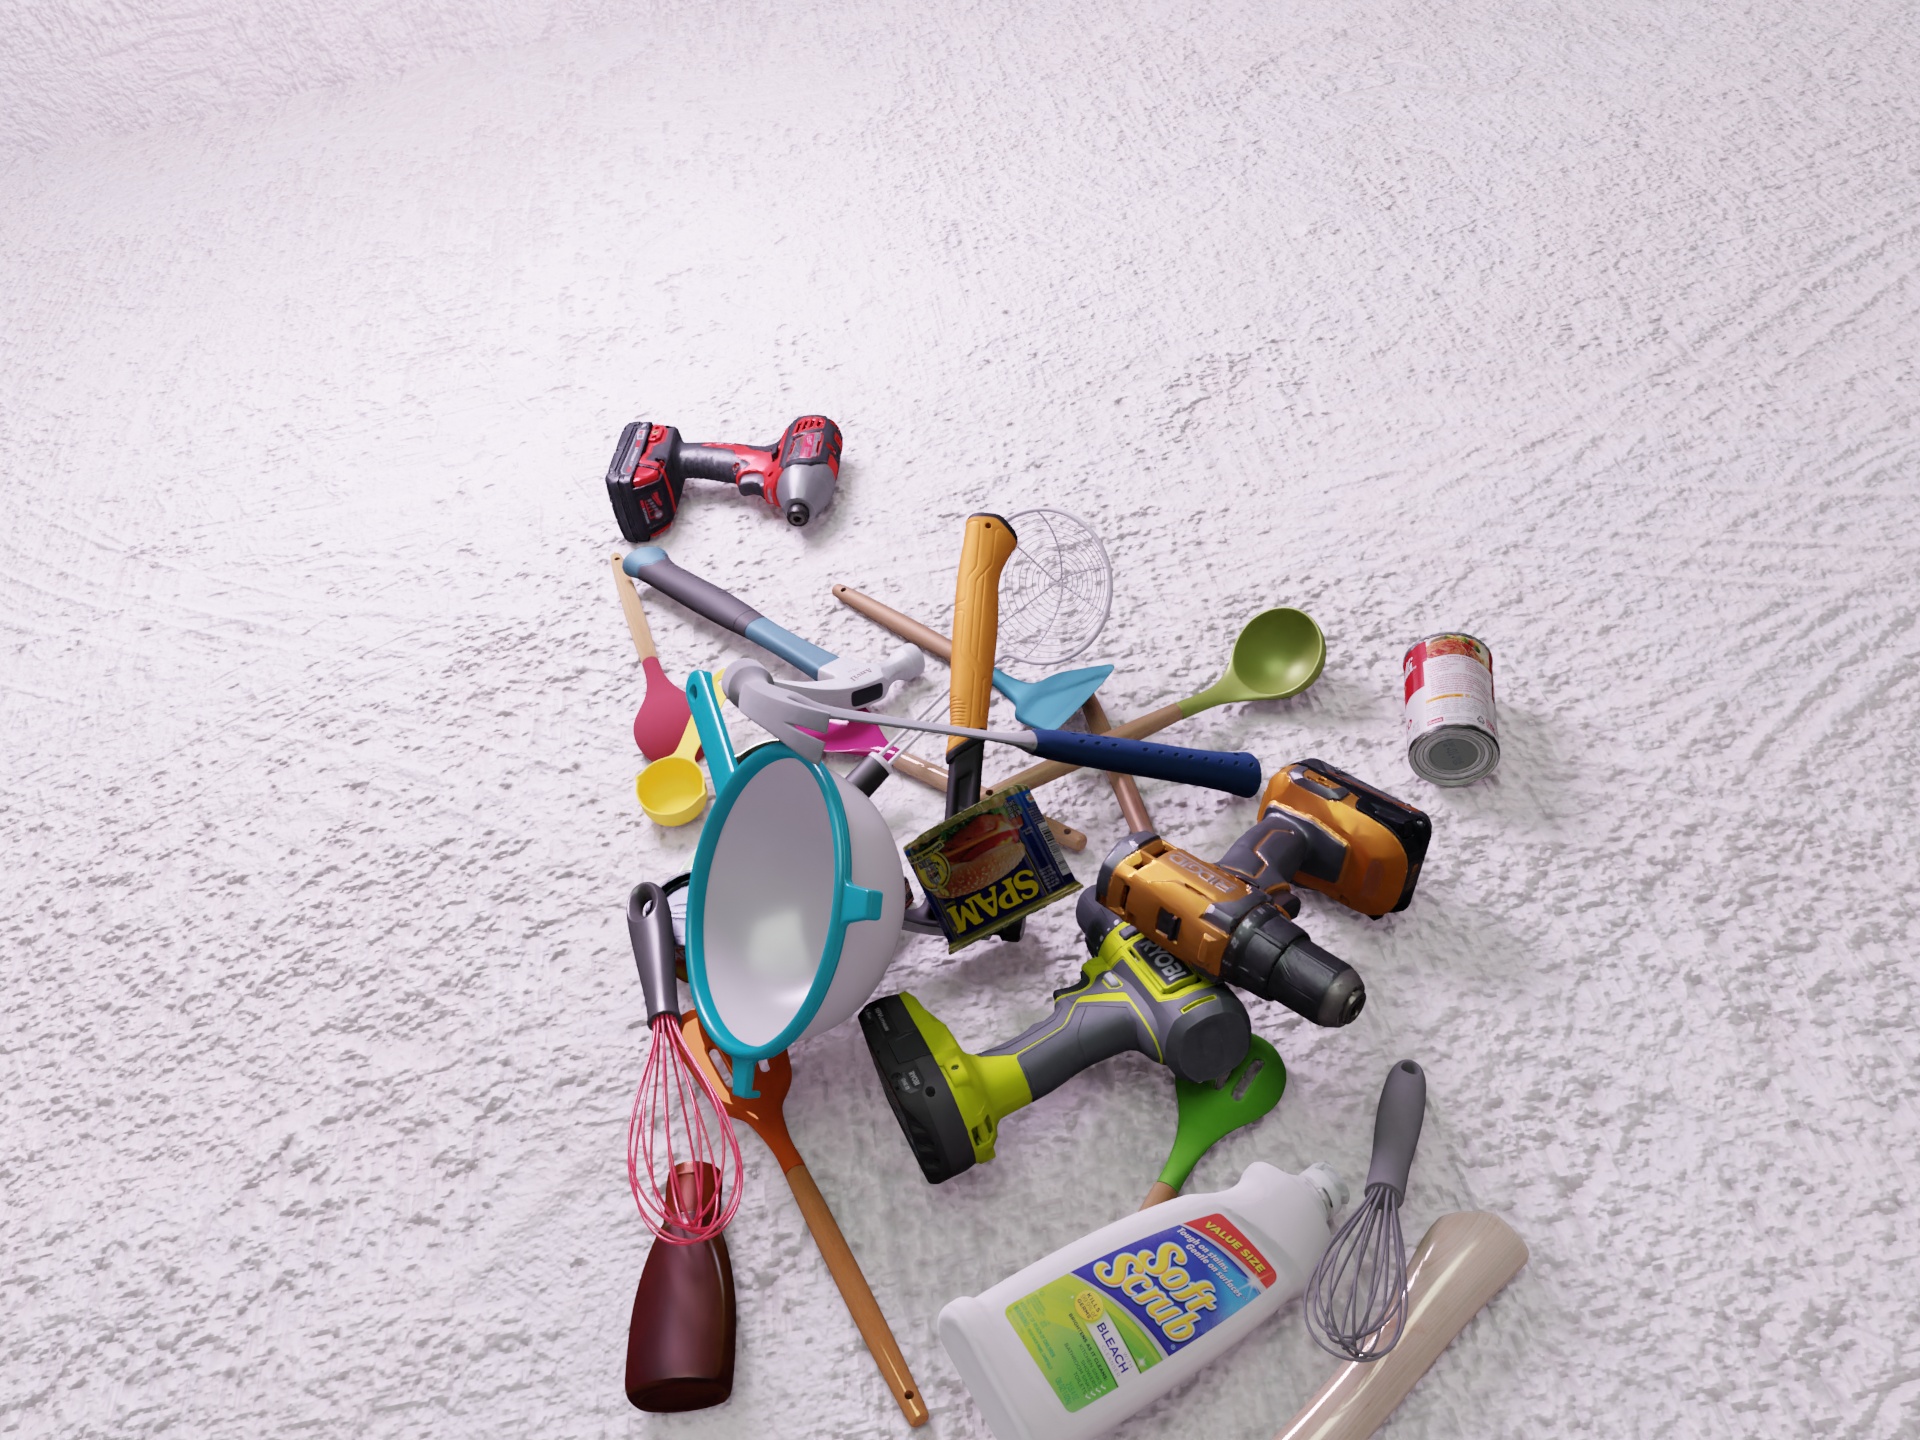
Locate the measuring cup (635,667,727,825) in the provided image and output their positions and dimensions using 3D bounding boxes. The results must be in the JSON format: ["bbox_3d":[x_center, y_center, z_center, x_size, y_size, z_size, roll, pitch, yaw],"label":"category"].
[{"bbox_3d":[-0.221,0.022,1.331,0.062,0.029,0.157,12,54,12],"label":"measuring cup"}]

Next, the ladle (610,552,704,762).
[{"bbox_3d":[-0.286,-0.067,1.451,0.069,0.031,0.316,-16,42,-12],"label":"ladle"}]

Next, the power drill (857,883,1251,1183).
[{"bbox_3d":[0.055,0.196,1.061,0.228,0.080,0.191,-22,29,-11],"label":"power drill"}]

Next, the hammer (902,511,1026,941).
[{"bbox_3d":[-0.002,-0.004,1.201,0.127,0.034,0.337,7,70,-4],"label":"hammer"}]

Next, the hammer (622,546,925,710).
[{"bbox_3d":[-0.190,-0.088,1.429,0.331,0.033,0.128,29,44,36],"label":"hammer"}]

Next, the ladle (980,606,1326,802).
[{"bbox_3d":[0.149,-0.005,1.245,0.320,0.062,0.078,-24,51,-18],"label":"ladle"}]

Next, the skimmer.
[{"bbox_3d":[-0.024,-0.019,1.256,0.127,0.090,0.363,40,74,17],"label":"skimmer"}]

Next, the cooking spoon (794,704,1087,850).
[{"bbox_3d":[-0.031,0.040,1.288,0.319,0.017,0.069,23,52,32],"label":"cooking spoon"}]

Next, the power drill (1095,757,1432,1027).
[{"bbox_3d":[0.226,0.114,1.055,0.185,0.084,0.226,30,34,35],"label":"power drill"}]

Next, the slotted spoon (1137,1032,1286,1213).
[{"bbox_3d":[0.117,0.310,0.976,0.070,0.031,0.314,19,54,26],"label":"slotted spoon"}]

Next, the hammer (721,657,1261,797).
[{"bbox_3d":[0.041,0.016,1.128,0.405,0.035,0.144,9,12,-25],"label":"hammer"}]

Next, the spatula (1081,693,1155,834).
[{"bbox_3d":[0.134,0.079,1.211,0.060,0.018,0.316,-18,45,1],"label":"spatula"}]

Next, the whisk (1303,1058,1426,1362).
[{"bbox_3d":[0.246,0.279,0.936,0.055,0.055,0.239,8,31,20],"label":"whisk"}]

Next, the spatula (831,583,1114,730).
[{"bbox_3d":[-0.006,-0.066,1.371,0.318,0.044,0.082,29,65,36],"label":"spatula"}]

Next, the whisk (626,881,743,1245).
[{"bbox_3d":[-0.195,0.215,1.054,0.073,0.073,0.296,-17,43,-4],"label":"whisk"}]

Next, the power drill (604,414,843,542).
[{"bbox_3d":[-0.230,-0.239,1.579,0.219,0.078,0.143,-2,45,7],"label":"power drill"}]

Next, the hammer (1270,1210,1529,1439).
[{"bbox_3d":[0.172,0.417,0.848,0.410,0.038,0.146,-35,50,-22],"label":"hammer"}]

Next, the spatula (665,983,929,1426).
[{"bbox_3d":[-0.098,0.304,1.021,0.081,0.041,0.323,-21,45,-19],"label":"spatula"}]

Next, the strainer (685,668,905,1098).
[{"bbox_3d":[-0.120,0.084,1.122,0.095,0.211,0.341,13,34,-33],"label":"strainer"}]

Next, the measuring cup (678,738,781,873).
[{"bbox_3d":[-0.172,0.085,1.263,0.083,0.038,0.168,18,54,28],"label":"measuring cup"}]
